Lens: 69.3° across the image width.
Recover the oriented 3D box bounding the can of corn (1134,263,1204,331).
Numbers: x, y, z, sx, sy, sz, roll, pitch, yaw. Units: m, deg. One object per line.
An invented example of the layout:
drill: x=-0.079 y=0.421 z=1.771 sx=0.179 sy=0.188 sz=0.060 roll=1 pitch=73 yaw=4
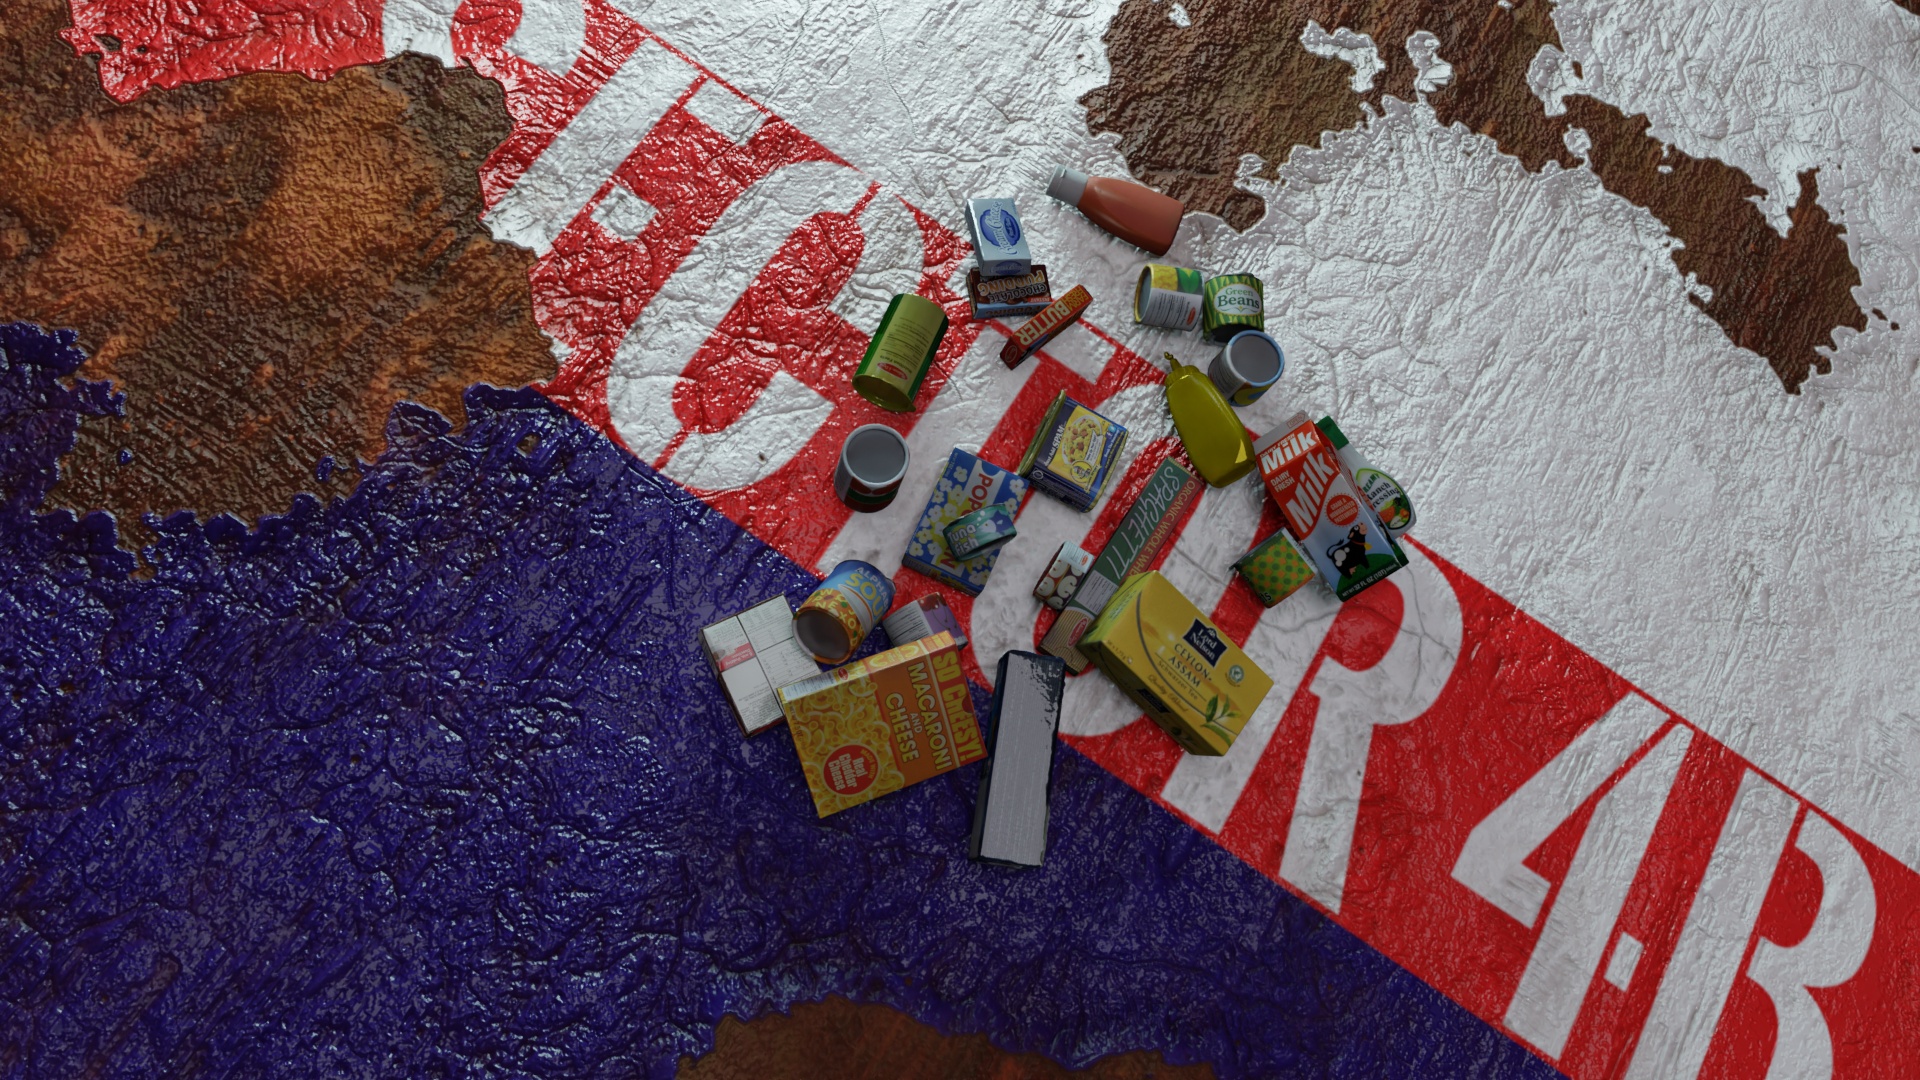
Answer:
can of corn: x=0.222 y=-0.261 z=1.487 sx=0.058 sy=0.071 sz=0.071 roll=7 pitch=73 yaw=-9

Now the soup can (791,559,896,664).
soup can: x=-0.108 y=0.066 z=1.302 sx=0.071 sy=0.071 sz=0.084 roll=37 pitch=40 yaw=1

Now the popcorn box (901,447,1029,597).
popcorn box: x=0.005 y=-0.017 z=1.384 sx=0.085 sy=0.038 sz=0.127 roll=25 pitch=71 yaw=-2

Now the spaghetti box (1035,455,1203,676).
spaghetti box: x=0.164 y=0.024 z=1.408 sx=0.050 sy=0.028 sz=0.251 roll=35 pitch=70 yaw=0

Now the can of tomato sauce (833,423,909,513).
can of tomato sauce: x=-0.085 y=-0.070 z=1.358 sx=0.071 sy=0.083 sz=0.071 roll=3 pitch=74 yaw=-10

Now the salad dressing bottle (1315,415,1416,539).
salad dressing bottle: x=0.422 y=-0.065 z=1.477 sx=0.064 sy=0.044 sz=0.148 roll=-35 pitch=83 yaw=-11

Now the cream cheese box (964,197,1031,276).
cream cheese box: x=0.039 y=-0.322 z=1.471 sx=0.053 sy=0.024 sz=0.104 roll=-4 pitch=52 yaw=-11

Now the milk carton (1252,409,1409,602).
milk carton: x=0.376 y=-0.038 z=1.430 sx=0.072 sy=0.073 sz=0.191 roll=-35 pitch=79 yaw=21

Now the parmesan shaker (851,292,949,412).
parmesan shaker: x=-0.058 y=-0.189 z=1.409 sx=0.071 sy=0.071 sz=0.103 roll=25 pitch=70 yaw=-3

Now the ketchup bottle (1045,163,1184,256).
ketchup bottle: x=0.167 y=-0.367 z=1.518 sx=0.149 sy=0.043 sz=0.065 roll=22 pitch=70 yaw=-4

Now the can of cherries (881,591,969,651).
can of cherries: x=-0.033 y=0.089 z=1.332 sx=0.072 sy=0.071 sz=0.058 roll=-26 pitch=80 yaw=-17

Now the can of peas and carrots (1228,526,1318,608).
can of peas and carrots: x=0.320 y=0.030 z=1.418 sx=0.071 sy=0.070 sz=0.059 roll=-36 pitch=84 yaw=-18

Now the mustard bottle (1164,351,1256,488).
mustard bottle: x=0.253 y=-0.134 z=1.456 sx=0.065 sy=0.049 sz=0.161 roll=-30 pitch=66 yaw=17

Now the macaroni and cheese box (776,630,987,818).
macaroni and cheese box: x=-0.070 y=0.169 z=1.275 sx=0.167 sy=0.040 sz=0.123 roll=-19 pitch=111 yaw=-10

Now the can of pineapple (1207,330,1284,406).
can of pineapple: x=0.306 y=-0.184 z=1.483 sx=0.071 sy=0.057 sz=0.071 roll=3 pitch=73 yaw=-10

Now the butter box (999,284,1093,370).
butter box: x=0.089 y=-0.224 z=1.455 sx=0.104 sy=0.053 sz=0.024 roll=-39 pitch=86 yaw=-19

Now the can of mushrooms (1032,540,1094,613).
can of mushrooms: x=0.100 y=0.037 z=1.373 sx=0.033 sy=0.071 sz=0.071 roll=32 pitch=71 yaw=-1

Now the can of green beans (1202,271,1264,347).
can of green beans: x=0.293 y=-0.247 z=1.495 sx=0.071 sy=0.071 sz=0.058 roll=5 pitch=73 yaw=-10

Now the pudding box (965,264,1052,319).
pudding box: x=0.051 y=-0.263 z=1.471 sx=0.084 sy=0.030 sz=0.050 roll=-5 pitch=75 yaw=-12

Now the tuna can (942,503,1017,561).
tuna can: x=0.017 y=-0.007 z=1.325 sx=0.071 sy=0.071 sz=0.033 roll=-21 pitch=80 yaw=-16
